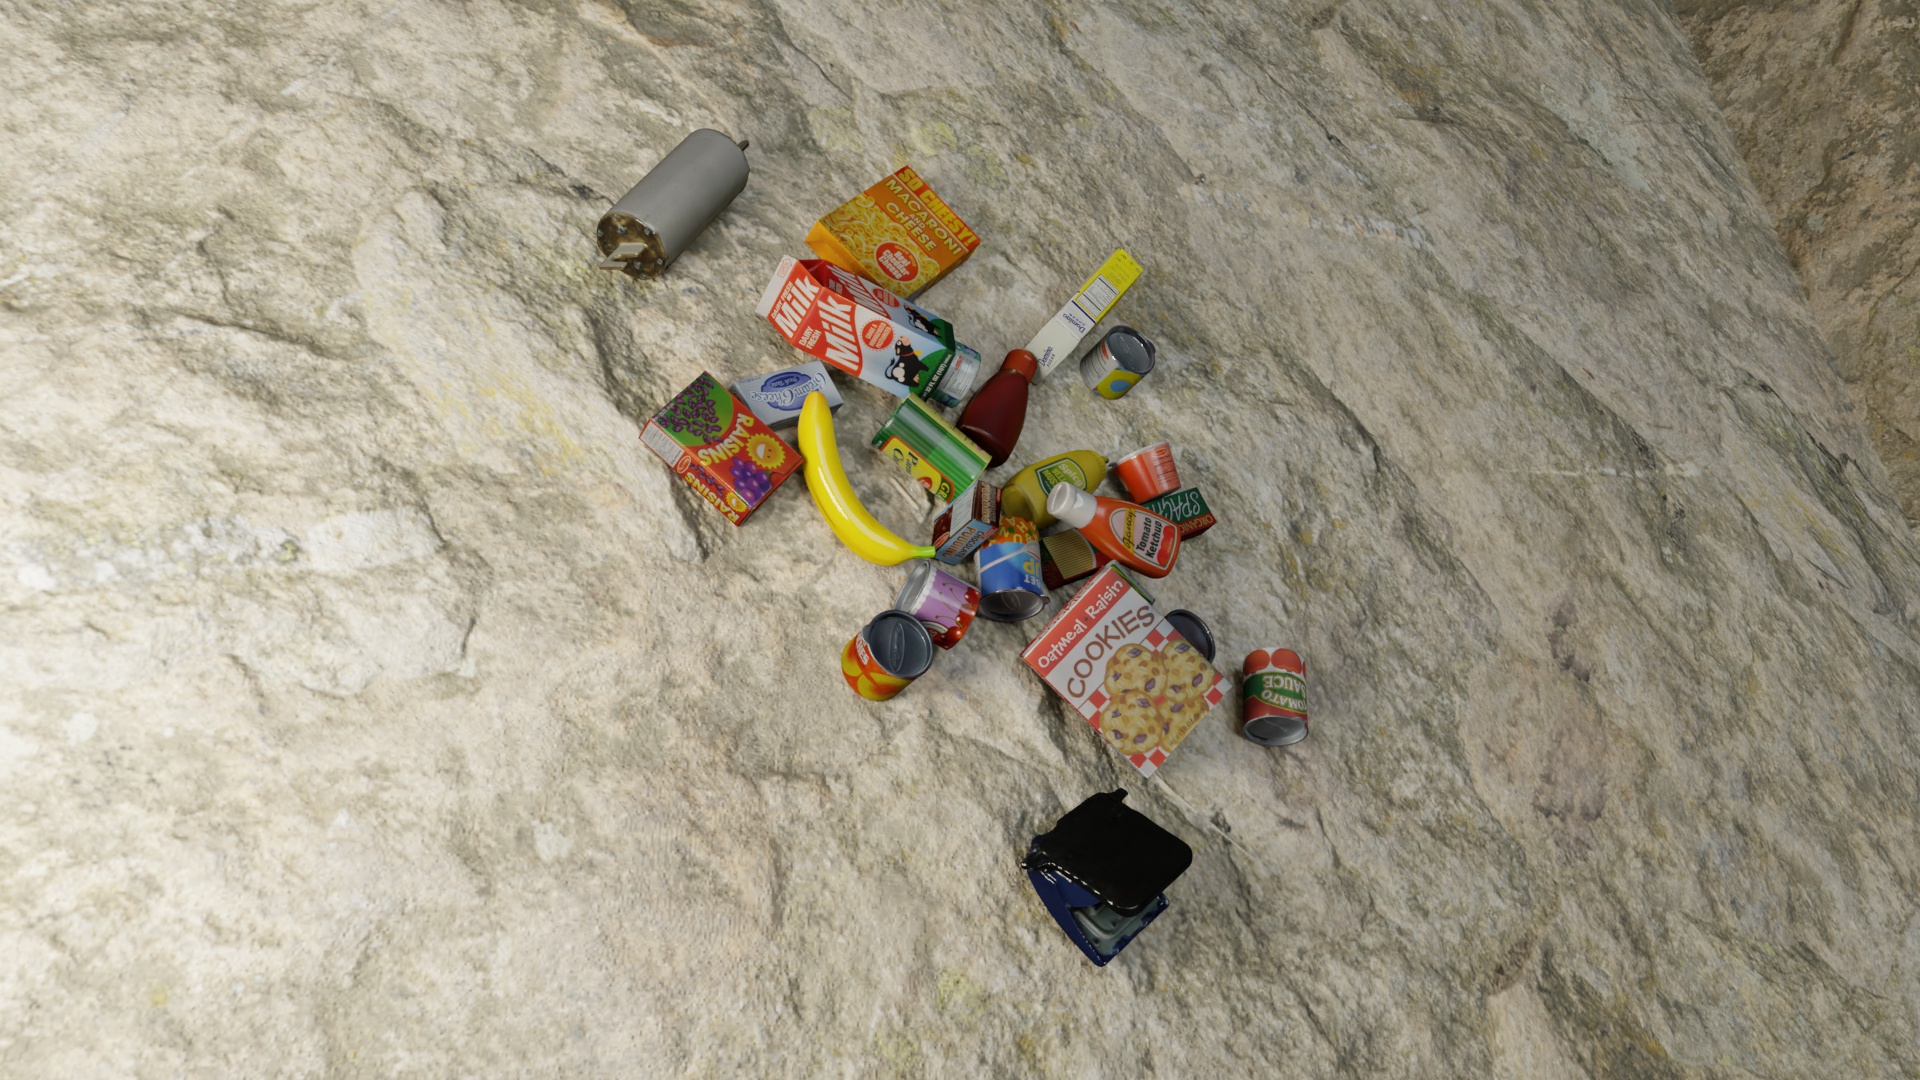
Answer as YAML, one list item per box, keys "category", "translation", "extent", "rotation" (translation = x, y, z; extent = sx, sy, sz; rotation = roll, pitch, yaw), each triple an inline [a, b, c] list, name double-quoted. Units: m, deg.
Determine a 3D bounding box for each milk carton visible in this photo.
- category: "milk carton"
  translation: [-0.104, -0.215, 1.386]
  extent: [0.190, 0.072, 0.074]
  rotation: [24, 28, -18]

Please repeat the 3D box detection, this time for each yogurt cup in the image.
- category: "yogurt cup"
  translation: [0.206, -0.072, 1.519]
  extent: [0.072, 0.072, 0.054]
  rotation: [-17, 81, -39]

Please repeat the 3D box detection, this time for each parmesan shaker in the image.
- category: "parmesan shaker"
  translation: [-0.030, -0.090, 1.378]
  extent: [0.103, 0.071, 0.072]
  rotation: [39, 49, -6]

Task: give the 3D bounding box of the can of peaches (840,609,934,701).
- category: "can of peaches"
  translation: [-0.068, 0.102, 1.236]
  extent: [0.071, 0.057, 0.071]
  rotation: [16, 56, -24]

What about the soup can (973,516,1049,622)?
- category: "soup can"
  translation: [0.049, 0.027, 1.350]
  extent: [0.071, 0.071, 0.084]
  rotation: [14, 55, -26]

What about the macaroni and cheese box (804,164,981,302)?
- category: "macaroni and cheese box"
  translation: [-0.071, -0.326, 1.512]
  extent: [0.124, 0.040, 0.167]
  rotation: [46, 49, 0]

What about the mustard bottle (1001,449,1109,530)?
- category: "mustard bottle"
  translation: [0.109, -0.062, 1.459]
  extent: [0.161, 0.048, 0.065]
  rotation: [-31, 87, -41]

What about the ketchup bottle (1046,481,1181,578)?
- category: "ketchup bottle"
  translation: [0.155, -0.015, 1.415]
  extent: [0.149, 0.043, 0.065]
  rotation: [25, 72, -27]

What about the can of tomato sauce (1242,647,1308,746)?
- category: "can of tomato sauce"
  translation: [0.328, 0.162, 1.448]
  extent: [0.071, 0.071, 0.083]
  rotation: [23, 52, -20]

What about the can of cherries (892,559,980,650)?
- category: "can of cherries"
  translation: [-0.024, 0.062, 1.286]
  extent: [0.058, 0.071, 0.072]
  rotation: [30, 50, -16]

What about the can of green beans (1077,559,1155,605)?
- category: "can of green beans"
  translation: [0.152, 0.062, 1.399]
  extent: [0.058, 0.071, 0.071]
  rotation: [45, 48, 0]

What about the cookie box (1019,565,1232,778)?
- category: "cookie box"
  translation: [0.158, 0.125, 1.341]
  extent: [0.167, 0.040, 0.123]
  rotation: [44, 84, -2]

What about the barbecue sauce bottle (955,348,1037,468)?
- category: "barbecue sauce bottle"
  translation: [0.043, -0.145, 1.472]
  extent: [0.065, 0.043, 0.149]
  rotation: [35, 49, -11]

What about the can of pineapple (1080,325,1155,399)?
- category: "can of pineapple"
  translation: [0.180, -0.202, 1.586]
  extent: [0.071, 0.057, 0.071]
  rotation: [16, 55, -25]

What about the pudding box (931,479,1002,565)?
- category: "pudding box"
  translation: [0.005, -0.017, 1.341]
  extent: [0.030, 0.083, 0.050]
  rotation: [23, 52, -24]

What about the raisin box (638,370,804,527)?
- category: "raisin box"
  translation: [-0.217, -0.084, 1.268]
  extent: [0.123, 0.040, 0.086]
  rotation: [43, 47, -4]

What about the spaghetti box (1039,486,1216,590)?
- category: "spaghetti box"
  translation: [0.179, -0.005, 1.482]
  extent: [0.251, 0.028, 0.050]
  rotation: [-18, 74, -39]

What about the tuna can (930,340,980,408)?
- category: "tuna can"
  translation: [-0.010, -0.173, 1.442]
  extent: [0.033, 0.070, 0.071]
  rotation: [26, 51, -19]

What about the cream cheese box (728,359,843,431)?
- category: "cream cheese box"
  translation: [-0.168, -0.138, 1.343]
  extent: [0.104, 0.024, 0.053]
  rotation: [-22, 77, -40]

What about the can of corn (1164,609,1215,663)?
- category: "can of corn"
  translation: [0.214, 0.113, 1.412]
  extent: [0.071, 0.058, 0.071]
  rotation: [16, 55, -24]
